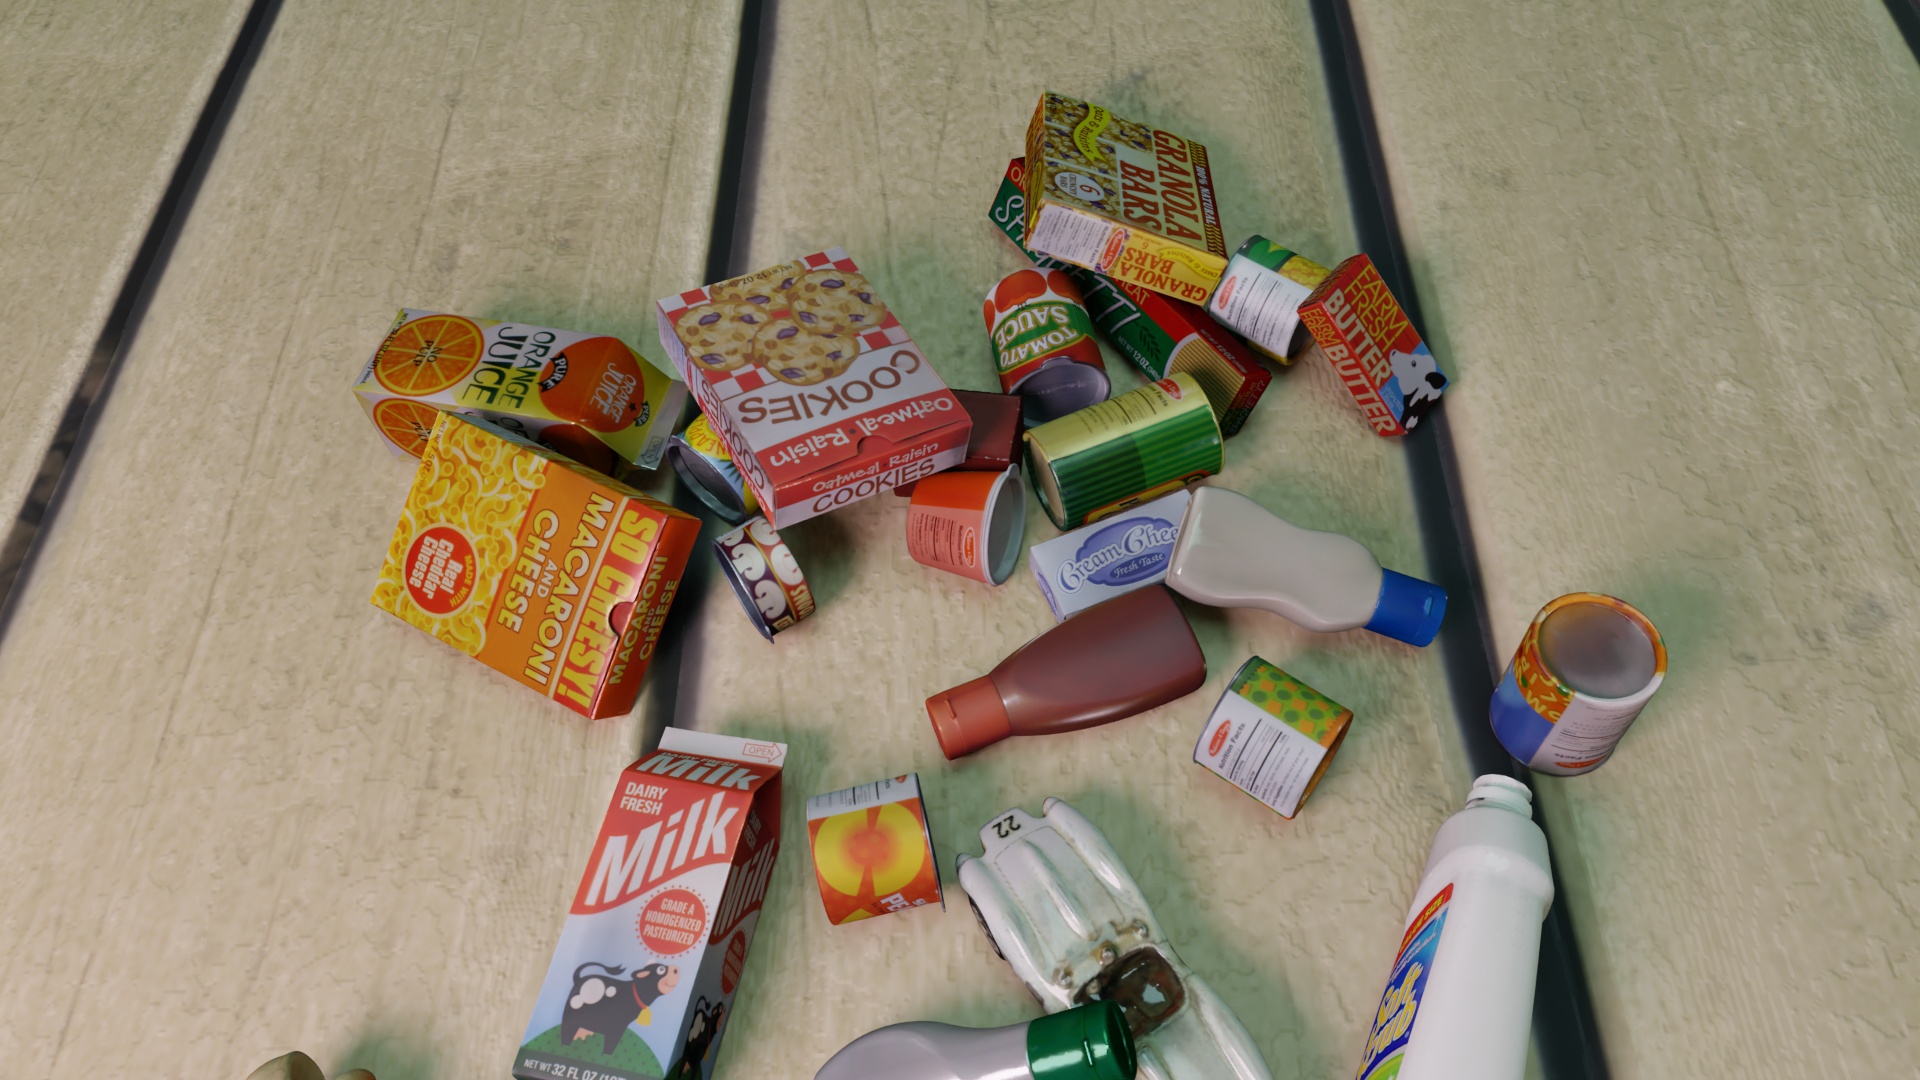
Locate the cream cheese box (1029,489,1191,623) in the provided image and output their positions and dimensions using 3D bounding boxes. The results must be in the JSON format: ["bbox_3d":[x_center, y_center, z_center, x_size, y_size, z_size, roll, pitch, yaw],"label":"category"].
[{"bbox_3d":[0.097,0.012,0.811,0.104,0.024,0.053,-21,56,-9],"label":"cream cheese box"}]

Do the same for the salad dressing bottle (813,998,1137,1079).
[{"bbox_3d":[0.005,0.242,0.623,0.147,0.044,0.064,-21,72,18],"label":"salad dressing bottle"}]

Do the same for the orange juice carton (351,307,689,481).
[{"bbox_3d":[-0.270,-0.086,0.877,0.193,0.072,0.072,9,56,10],"label":"orange juice carton"}]

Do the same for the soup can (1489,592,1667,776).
[{"bbox_3d":[0.316,0.072,0.718,0.071,0.083,0.072,-2,56,4],"label":"soup can"}]

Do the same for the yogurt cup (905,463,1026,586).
[{"bbox_3d":[0.003,-0.010,0.811,0.054,0.072,0.073,9,58,20],"label":"yogurt cup"}]

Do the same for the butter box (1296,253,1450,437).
[{"bbox_3d":[0.252,-0.119,0.849,0.053,0.024,0.103,-46,107,-23],"label":"butter box"}]

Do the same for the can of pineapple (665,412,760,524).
[{"bbox_3d":[-0.136,-0.054,0.846,0.071,0.070,0.058,32,64,23],"label":"can of pineapple"}]

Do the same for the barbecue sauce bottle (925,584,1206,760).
[{"bbox_3d":[0.056,0.077,0.760,0.149,0.043,0.065,-20,58,-8],"label":"barbecue sauce bottle"}]

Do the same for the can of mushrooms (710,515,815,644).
[{"bbox_3d":[-0.112,0.023,0.796,0.033,0.070,0.071,-30,59,-15],"label":"can of mushrooms"}]

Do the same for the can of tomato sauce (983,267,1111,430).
[{"bbox_3d":[0.053,-0.122,0.876,0.071,0.071,0.083,-11,56,-2],"label":"can of tomato sauce"}]

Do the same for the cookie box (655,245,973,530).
[{"bbox_3d":[-0.088,-0.094,0.812,0.123,0.040,0.168,-21,56,-21],"label":"cookie box"}]

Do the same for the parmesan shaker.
[{"bbox_3d":[0.095,-0.053,0.831,0.103,0.071,0.071,-21,58,-8],"label":"parmesan shaker"}]

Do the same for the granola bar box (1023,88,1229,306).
[{"bbox_3d":[0.105,-0.228,0.910,0.124,0.038,0.166,16,39,-10],"label":"granola bar box"}]

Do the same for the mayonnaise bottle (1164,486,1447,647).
[{"bbox_3d":[0.192,0.020,0.772,0.148,0.041,0.065,18,76,1],"label":"mayonnaise bottle"}]

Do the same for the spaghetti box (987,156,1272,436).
[{"bbox_3d":[0.104,-0.165,0.909,0.029,0.050,0.251,-12,51,-39],"label":"spaghetti box"}]

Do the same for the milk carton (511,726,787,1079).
[{"bbox_3d":[-0.144,0.182,0.688,0.072,0.073,0.191,7,57,10],"label":"milk carton"}]

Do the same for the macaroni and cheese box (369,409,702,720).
[{"bbox_3d":[-0.245,0.013,0.794,0.166,0.040,0.123,23,95,19],"label":"macaroni and cheese box"}]

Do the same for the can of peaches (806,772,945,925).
[{"bbox_3d":[-0.043,0.158,0.701,0.058,0.071,0.071,-12,57,-3],"label":"can of peaches"}]

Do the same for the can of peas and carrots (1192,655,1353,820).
[{"bbox_3d":[0.164,0.101,0.723,0.059,0.070,0.071,31,64,22],"label":"can of peas and carrots"}]

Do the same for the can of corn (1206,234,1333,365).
[{"bbox_3d":[0.201,-0.154,0.889,0.058,0.070,0.071,33,65,22],"label":"can of corn"}]
